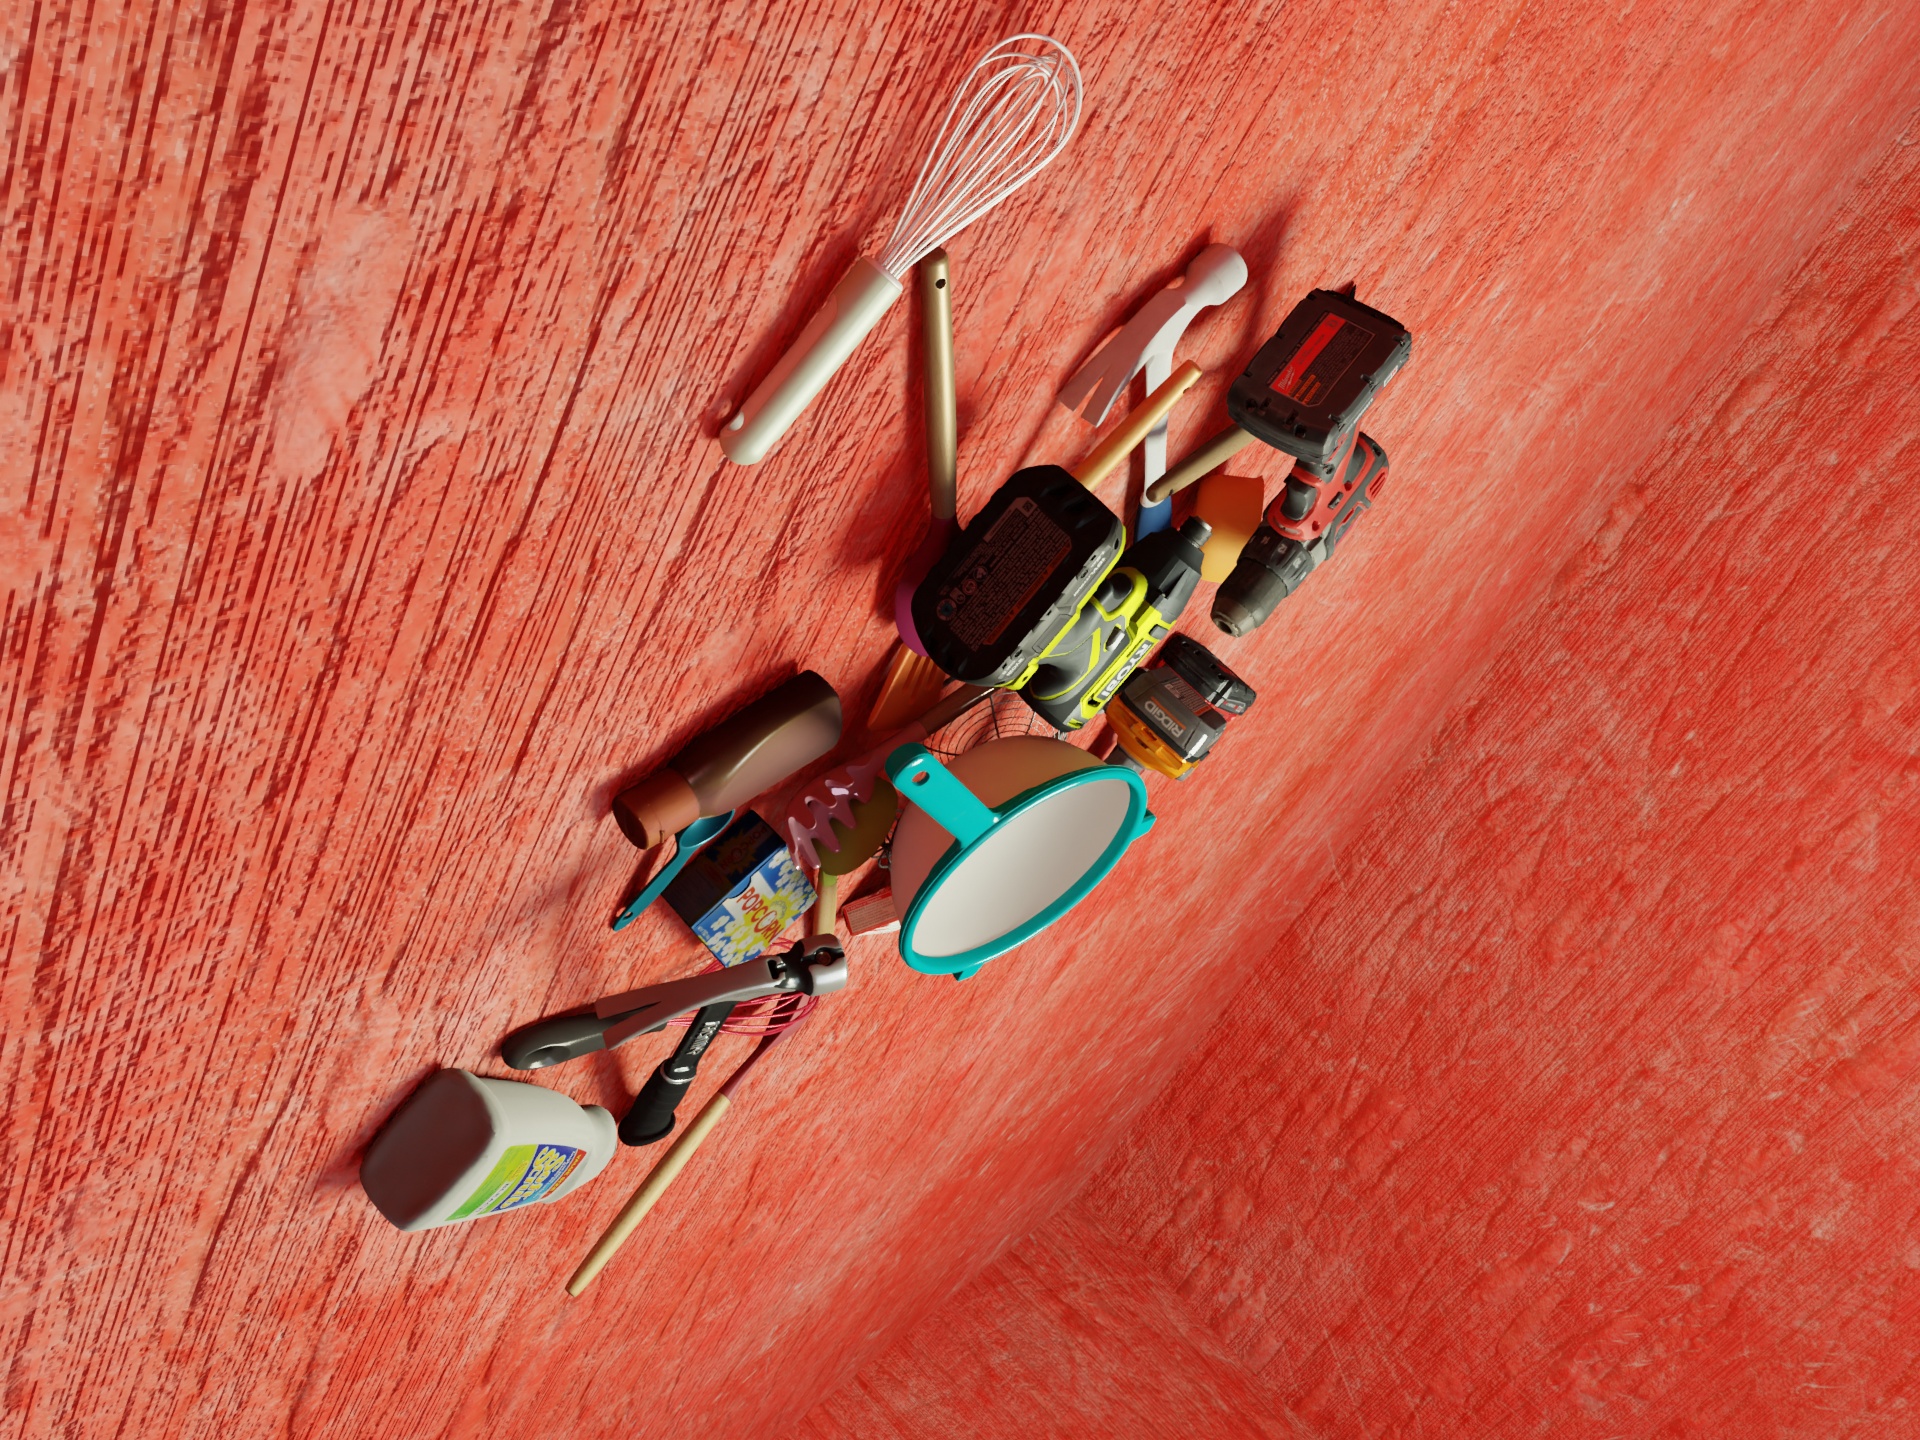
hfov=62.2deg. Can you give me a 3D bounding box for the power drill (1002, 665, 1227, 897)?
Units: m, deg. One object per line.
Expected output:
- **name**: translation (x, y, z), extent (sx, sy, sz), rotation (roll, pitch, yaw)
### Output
- **power drill**: translation (0.112, 0.063, 1.290), extent (0.226, 0.084, 0.164), rotation (-49, 171, 13)

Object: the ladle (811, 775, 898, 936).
- **ladle**: translation (-0.092, 0.137, 1.234), extent (0.320, 0.062, 0.078), rotation (102, 4, -58)

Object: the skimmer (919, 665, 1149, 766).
- **skimmer**: translation (0.078, -0.025, 1.313), extent (0.127, 0.090, 0.363), rotation (-45, 172, 25)

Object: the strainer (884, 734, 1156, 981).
- **strainer**: translation (0.003, 0.057, 1.084), extent (0.211, 0.095, 0.340), rotation (-40, 151, 2)

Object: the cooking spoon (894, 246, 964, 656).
- **cooking spoon**: translation (-0.010, -0.139, 0.920), extent (0.068, 0.017, 0.318), rotation (-21, 146, -13)

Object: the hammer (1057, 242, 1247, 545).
- **hammer**: translation (0.138, -0.169, 1.169), extent (0.144, 0.035, 0.405), rotation (-43, 159, -14)

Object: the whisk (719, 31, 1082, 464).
- **whisk**: translation (-0.032, -0.218, 0.750), extent (0.059, 0.058, 0.246), rotation (35, 101, -34)

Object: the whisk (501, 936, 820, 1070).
- **whisk**: translation (-0.203, 0.207, 1.144), extent (0.295, 0.073, 0.073), rotation (-5, 134, -51)

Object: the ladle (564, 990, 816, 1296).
- **ladle**: translation (-0.205, 0.318, 1.259), extent (0.315, 0.031, 0.069), rotation (-51, -172, -28)

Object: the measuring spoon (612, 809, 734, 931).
- **measuring spoon**: translation (-0.191, 0.089, 1.018), extent (0.128, 0.021, 0.042), rotation (-47, 161, 24)

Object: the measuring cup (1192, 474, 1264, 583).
- **measuring cup**: translation (0.212, -0.151, 1.317), extent (0.173, 0.052, 0.095), rotation (63, 35, -86)

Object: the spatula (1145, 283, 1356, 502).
- **spatula**: translation (0.220, -0.231, 1.168), extent (0.317, 0.044, 0.082), rotation (-37, 155, -38)

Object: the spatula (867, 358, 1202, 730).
- **spatula**: translation (0.046, -0.109, 1.042), extent (0.322, 0.041, 0.081), rotation (-44, 162, 27)

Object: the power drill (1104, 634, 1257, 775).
- **power drill**: translation (0.181, 0.028, 1.547), extent (0.219, 0.079, 0.143), rotation (-49, 159, 11)

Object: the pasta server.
- **pasta server**: translation (-0.002, -0.004, 1.109), extent (0.316, 0.040, 0.060), rotation (-35, 153, -23)

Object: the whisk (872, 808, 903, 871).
- **whisk**: translation (-0.026, 0.104, 1.323), extent (0.055, 0.055, 0.239), rotation (-50, 164, 5)

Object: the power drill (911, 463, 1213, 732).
- **power drill**: translation (0.075, -0.079, 1.017), extent (0.171, 0.080, 0.223), rotation (-50, 157, 12)

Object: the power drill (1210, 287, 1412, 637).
- **power drill**: translation (0.241, -0.173, 1.137), extent (0.188, 0.080, 0.226), rotation (-50, 157, -14)

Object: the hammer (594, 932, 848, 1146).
- **hammer**: translation (-0.198, 0.242, 1.108), extent (0.149, 0.036, 0.408), rotation (-10, 158, -25)
